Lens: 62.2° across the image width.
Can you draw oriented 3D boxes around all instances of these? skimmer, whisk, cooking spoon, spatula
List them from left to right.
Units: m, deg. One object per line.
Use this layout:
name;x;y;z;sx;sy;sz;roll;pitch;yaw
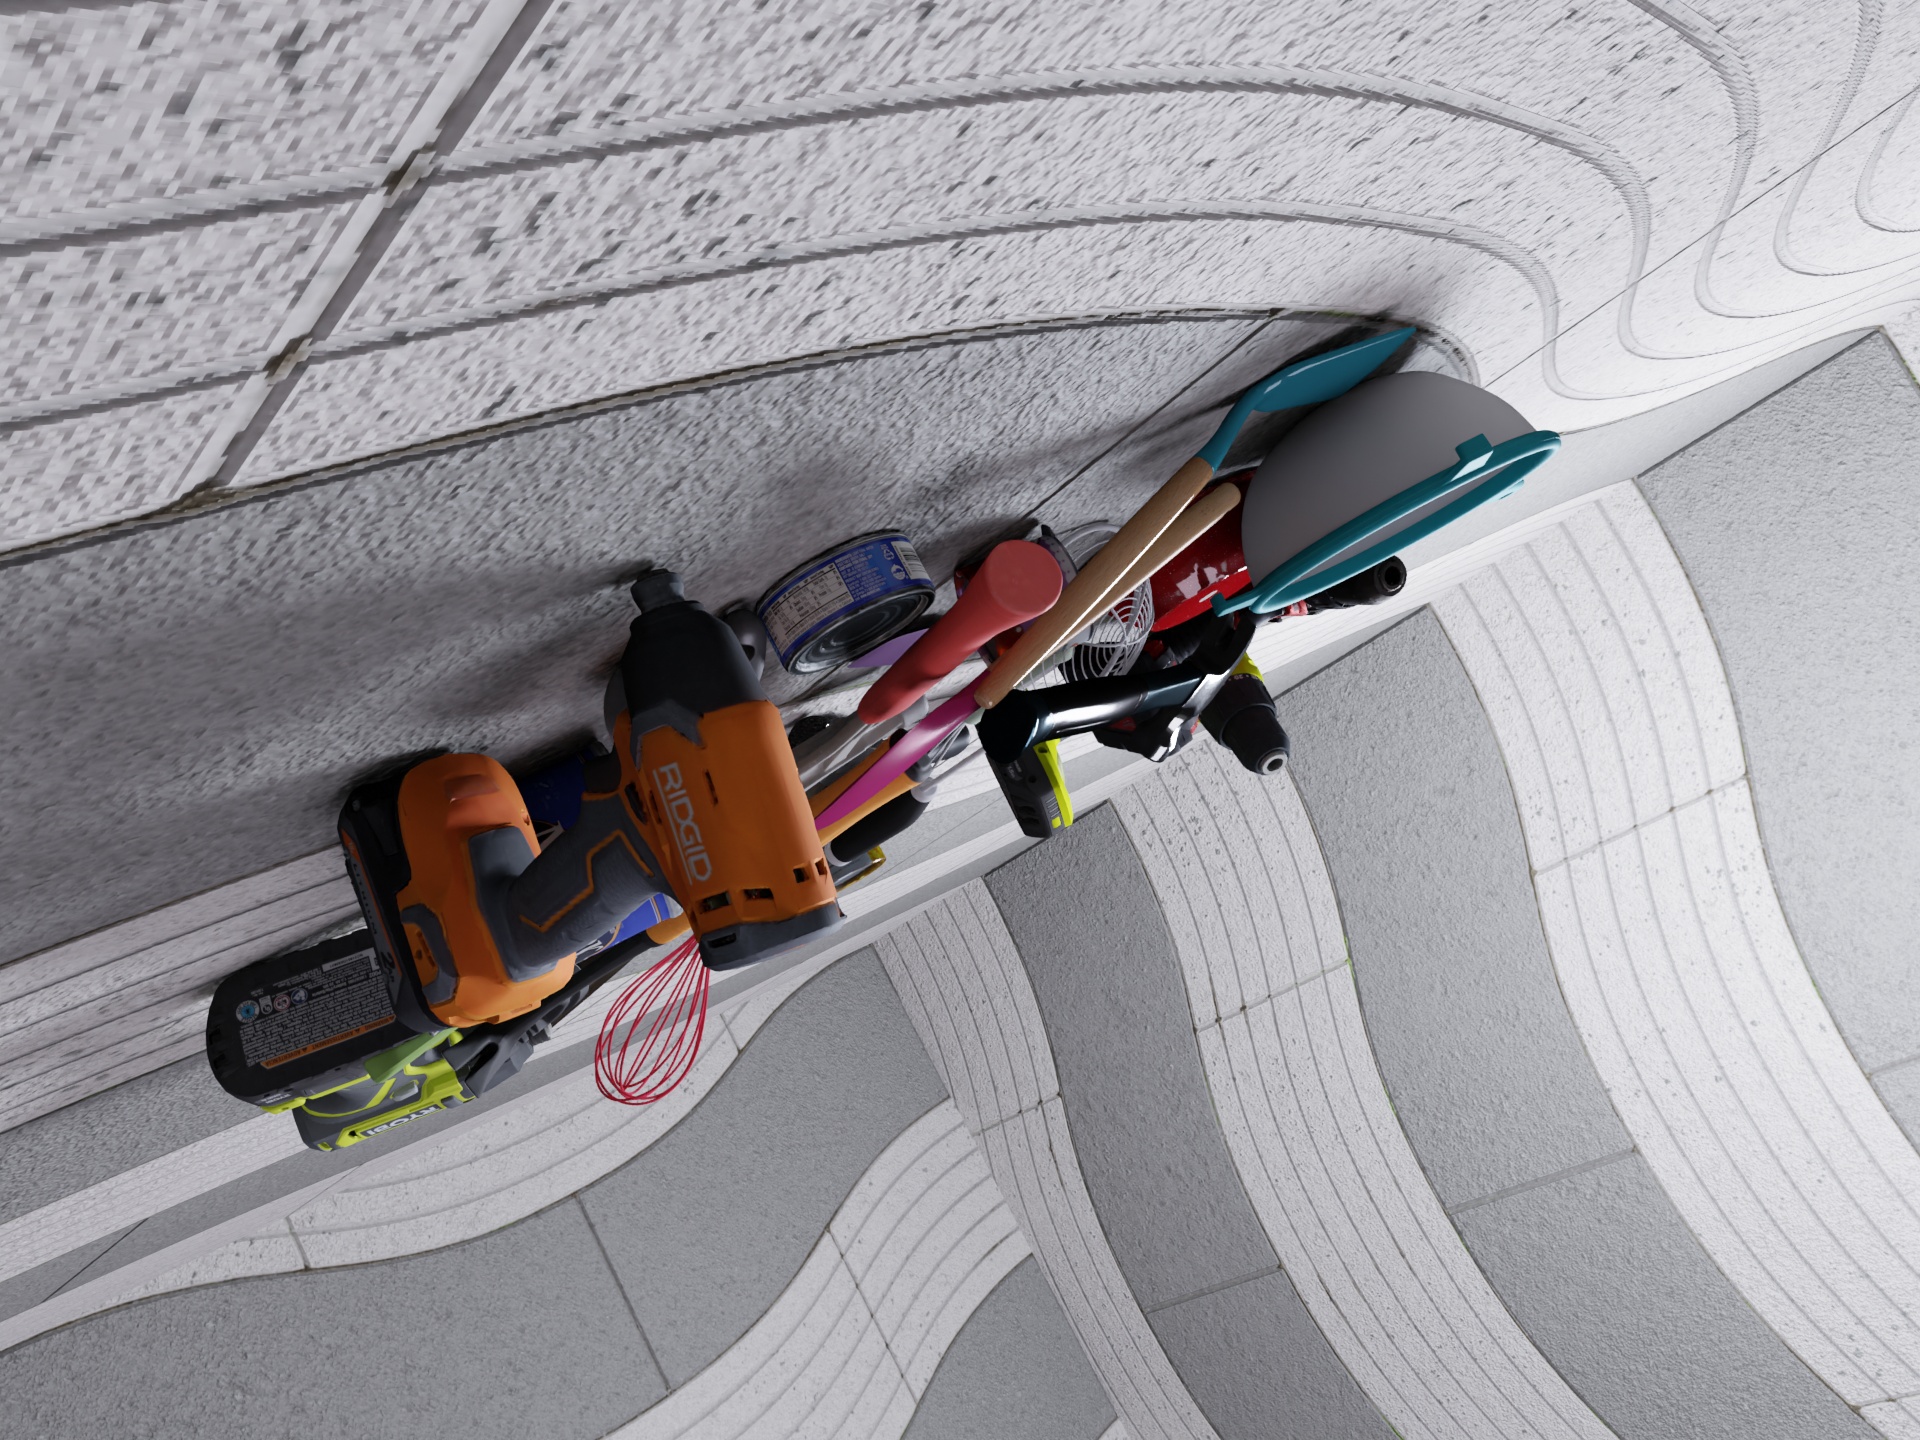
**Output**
whisk;-0.204;0.177;1.234;0.073;0.073;0.296;-36;-160;38
whisk;-0.129;-0.002;0.849;0.055;0.055;0.239;-25;166;-22
skimmer;-0.002;-0.003;1.083;0.127;0.090;0.363;-17;166;-44
whisk;0.000;-0.004;1.165;0.246;0.059;0.058;-34;-178;44
spatula;0.024;-0.057;1.091;0.060;0.018;0.316;-28;172;28
cooking spoon;0.036;-0.035;0.838;0.319;0.017;0.068;-39;180;-20
spatula;0.120;-0.110;0.838;0.317;0.044;0.082;-46;-179;-19

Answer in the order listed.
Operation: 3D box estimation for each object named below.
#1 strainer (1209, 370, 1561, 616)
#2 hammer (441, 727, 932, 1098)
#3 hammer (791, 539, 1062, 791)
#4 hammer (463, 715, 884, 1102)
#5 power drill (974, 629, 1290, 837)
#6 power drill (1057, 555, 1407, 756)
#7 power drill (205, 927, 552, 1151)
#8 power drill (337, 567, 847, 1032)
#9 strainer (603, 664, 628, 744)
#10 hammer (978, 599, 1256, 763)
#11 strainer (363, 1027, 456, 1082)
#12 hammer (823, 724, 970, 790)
strainer;0.292;-0.170;1.044;0.211;0.095;0.340;-32;173;37
hammer;-0.154;0.106;0.916;0.337;0.034;0.127;-34;-175;21
hammer;-0.036;-0.017;0.868;0.149;0.037;0.359;-34;179;-22
hammer;-0.216;0.141;1.149;0.410;0.038;0.146;-40;165;10
power drill;0.137;0.004;1.284;0.228;0.191;0.080;-23;137;-3
power drill;0.205;-0.067;1.183;0.227;0.080;0.188;-35;-162;-17
power drill;-0.363;0.206;1.013;0.171;0.080;0.223;-20;159;-9
power drill;-0.165;0.040;0.687;0.226;0.164;0.084;-19;177;31
strainer;-0.158;0.006;0.808;0.258;0.050;0.087;142;-32;-71
hammer;0.095;-0.012;0.949;0.128;0.033;0.331;-54;162;21
strainer;-0.256;0.115;0.928;0.151;0.069;0.256;-32;-177;40
hammer;-0.154;0.076;1.249;0.409;0.036;0.149;-23;169;-35
